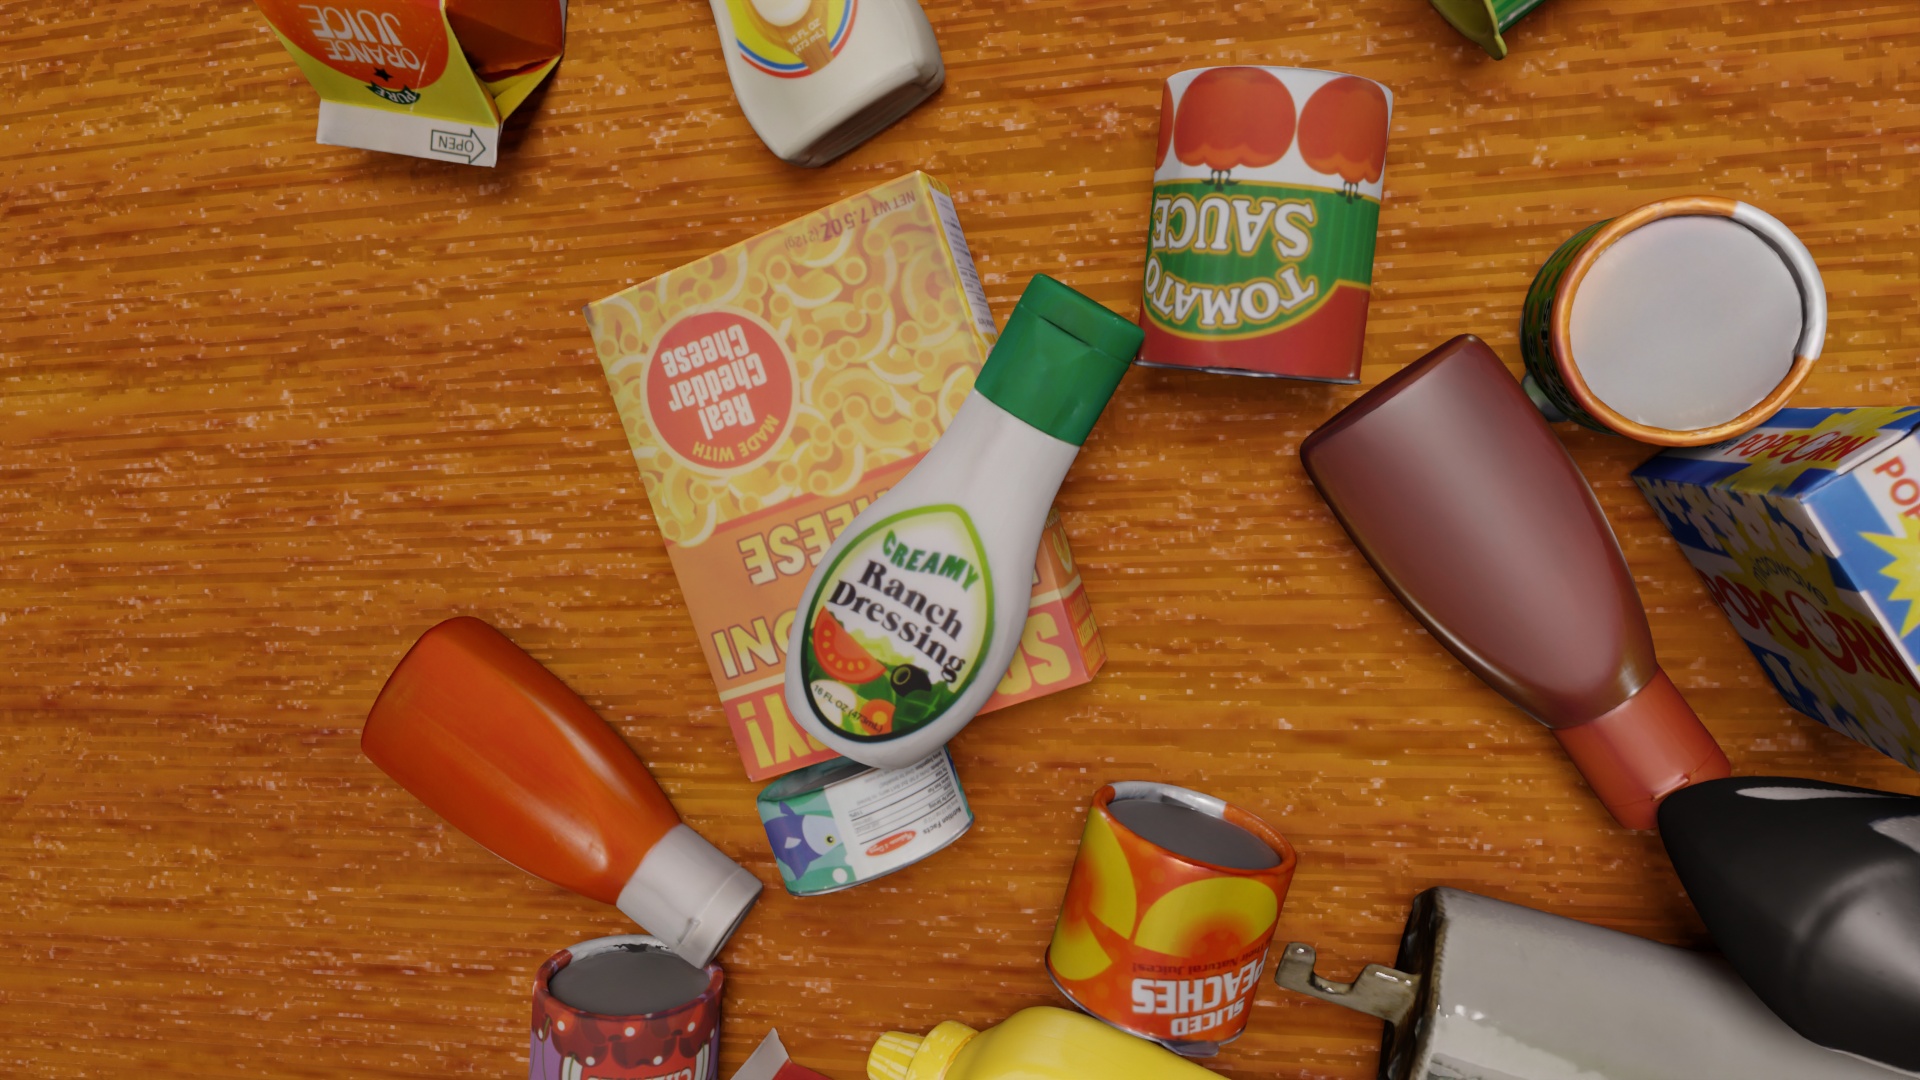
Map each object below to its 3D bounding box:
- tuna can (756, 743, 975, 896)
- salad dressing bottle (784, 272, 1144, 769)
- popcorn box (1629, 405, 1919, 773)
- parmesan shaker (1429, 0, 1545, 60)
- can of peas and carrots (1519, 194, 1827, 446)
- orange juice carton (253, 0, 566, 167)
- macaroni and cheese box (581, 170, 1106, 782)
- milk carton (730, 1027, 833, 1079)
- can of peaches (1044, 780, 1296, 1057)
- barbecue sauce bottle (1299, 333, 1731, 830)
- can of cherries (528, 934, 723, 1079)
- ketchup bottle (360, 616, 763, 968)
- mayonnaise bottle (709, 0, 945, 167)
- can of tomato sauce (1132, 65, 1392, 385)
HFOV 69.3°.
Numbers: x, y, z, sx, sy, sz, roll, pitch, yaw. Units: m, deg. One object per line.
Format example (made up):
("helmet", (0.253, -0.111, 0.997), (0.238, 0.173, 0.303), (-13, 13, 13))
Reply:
("tuna can", (-0.033, 0.088, 0.459), (0.071, 0.071, 0.033), (-19, 92, 16))
("salad dressing bottle", (0.001, -0.005, 0.405), (0.064, 0.044, 0.147), (31, 101, 9))
("popcorn box", (0.226, 0.010, 0.351), (0.038, 0.127, 0.085), (-33, 89, 11))
("parmesan shaker", (0.169, -0.190, 0.371), (0.103, 0.071, 0.071), (-35, 88, 15))
("can of peas and carrots", (0.192, -0.059, 0.386), (0.071, 0.059, 0.071), (2, 97, 14))
("orange juice carton", (-0.173, -0.222, 0.448), (0.072, 0.073, 0.192), (9, 100, 12))
("macaroni and cheese box", (-0.037, -0.019, 0.457), (0.123, 0.040, 0.166), (-18, 92, 15))
("milk carton", (-0.043, 0.272, 0.480), (0.073, 0.072, 0.190), (-20, 92, 16))
("can of peaches", (0.067, 0.115, 0.434), (0.071, 0.071, 0.058), (17, 100, 11))
("barbecue sauce bottle", (0.167, 0.015, 0.410), (0.064, 0.044, 0.148), (-36, 89, 16))
("can of cherries", (-0.117, 0.180, 0.487), (0.071, 0.071, 0.058), (7, 99, 13))
("ketchup bottle", (-0.140, 0.093, 0.496), (0.149, 0.043, 0.064), (36, 105, 7))
("mayonnaise bottle", (-0.065, -0.197, 0.440), (0.064, 0.041, 0.148), (-29, 90, 17))
("can of tomato sauce", (0.086, -0.089, 0.402), (0.071, 0.071, 0.083), (7, 99, 13))
